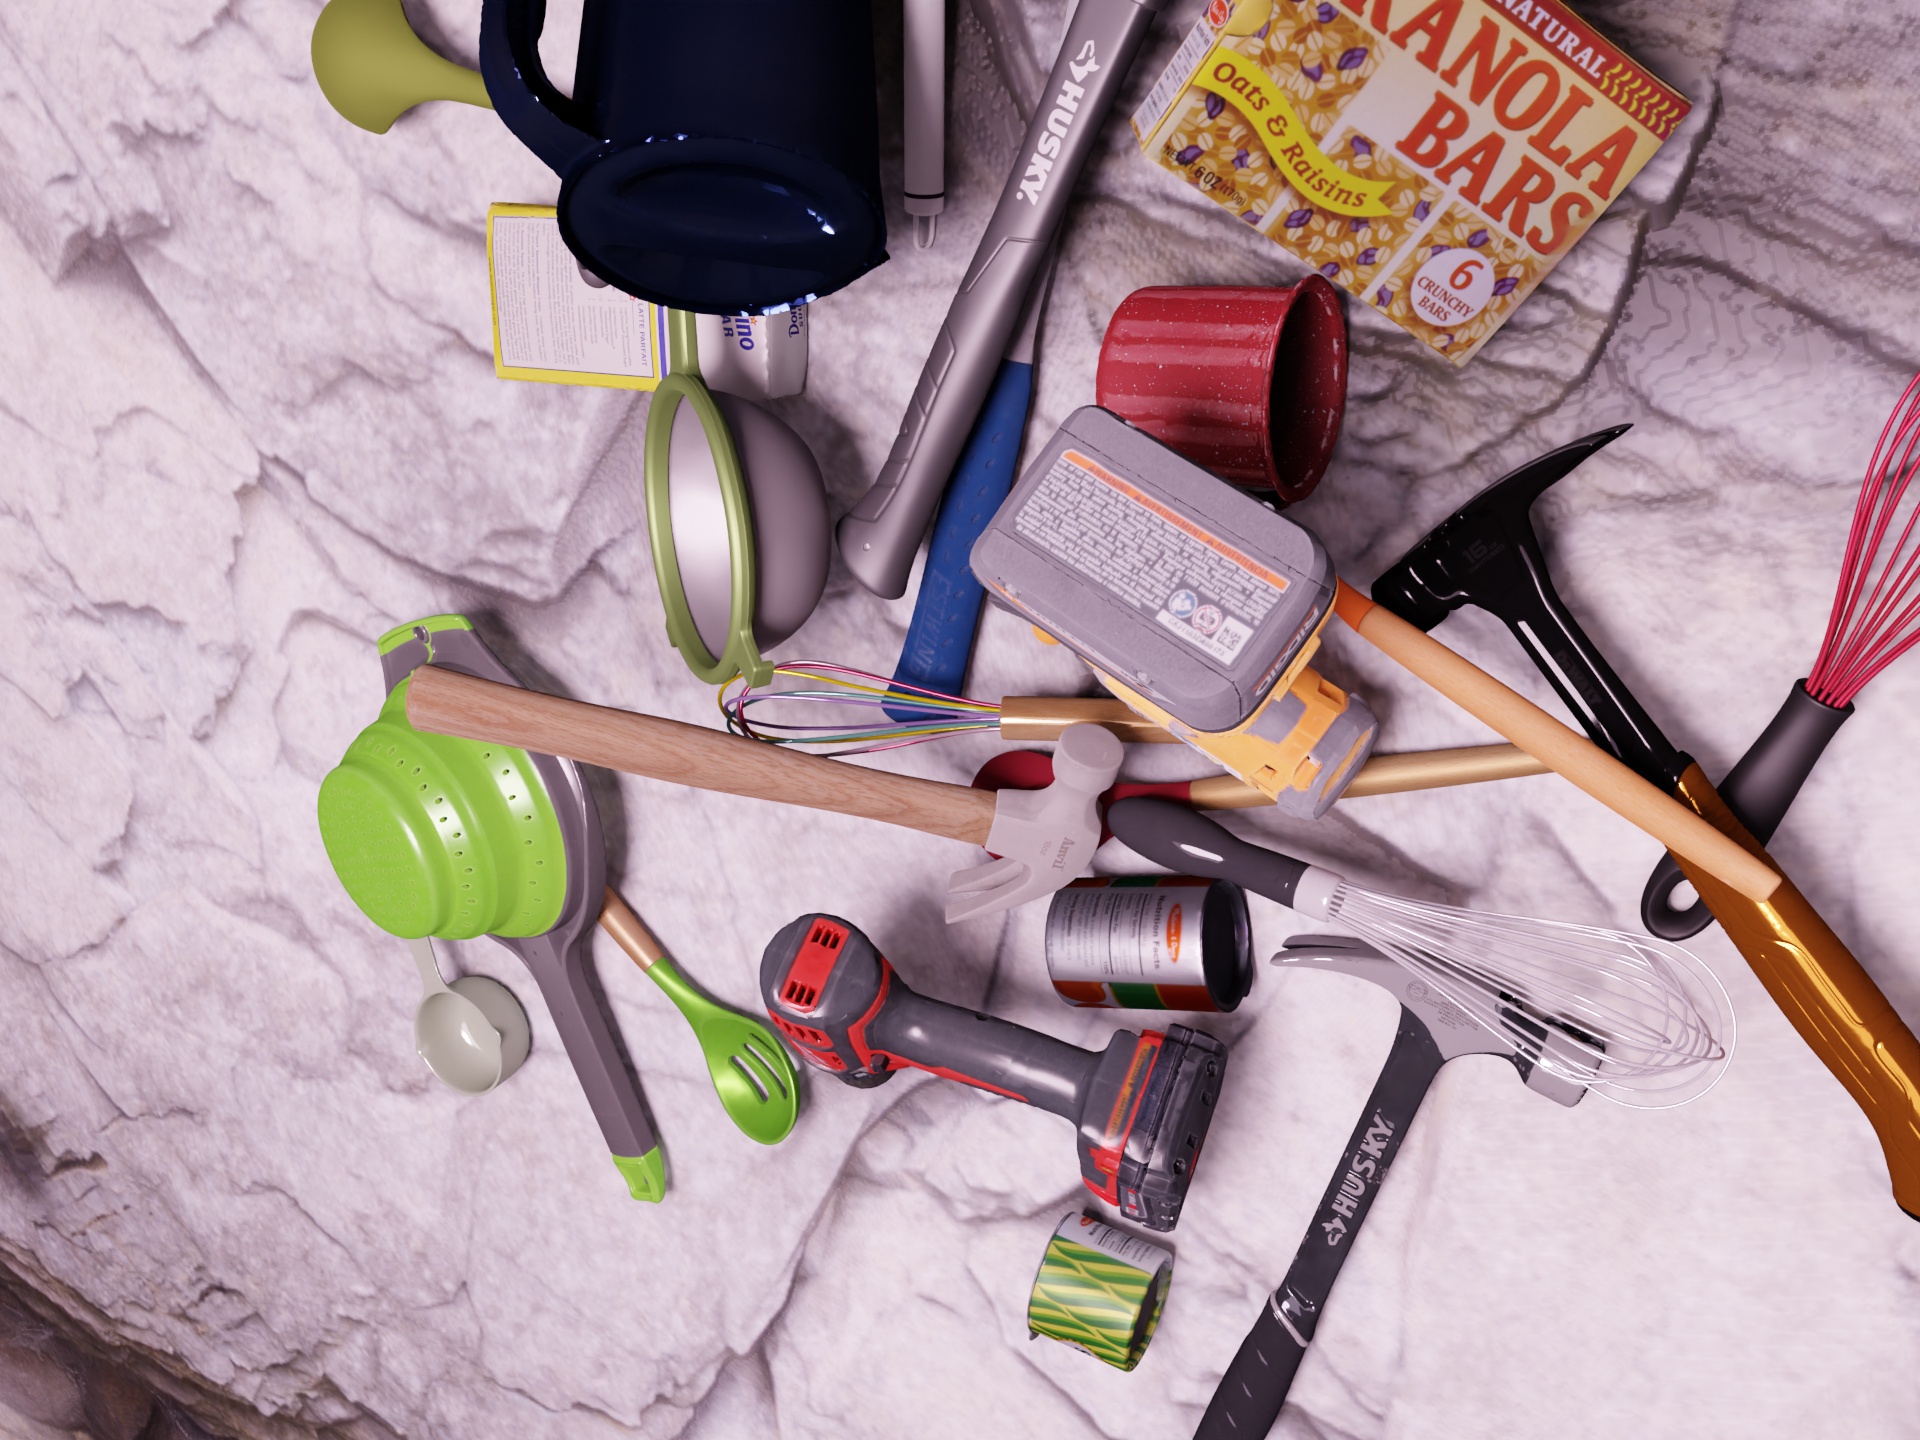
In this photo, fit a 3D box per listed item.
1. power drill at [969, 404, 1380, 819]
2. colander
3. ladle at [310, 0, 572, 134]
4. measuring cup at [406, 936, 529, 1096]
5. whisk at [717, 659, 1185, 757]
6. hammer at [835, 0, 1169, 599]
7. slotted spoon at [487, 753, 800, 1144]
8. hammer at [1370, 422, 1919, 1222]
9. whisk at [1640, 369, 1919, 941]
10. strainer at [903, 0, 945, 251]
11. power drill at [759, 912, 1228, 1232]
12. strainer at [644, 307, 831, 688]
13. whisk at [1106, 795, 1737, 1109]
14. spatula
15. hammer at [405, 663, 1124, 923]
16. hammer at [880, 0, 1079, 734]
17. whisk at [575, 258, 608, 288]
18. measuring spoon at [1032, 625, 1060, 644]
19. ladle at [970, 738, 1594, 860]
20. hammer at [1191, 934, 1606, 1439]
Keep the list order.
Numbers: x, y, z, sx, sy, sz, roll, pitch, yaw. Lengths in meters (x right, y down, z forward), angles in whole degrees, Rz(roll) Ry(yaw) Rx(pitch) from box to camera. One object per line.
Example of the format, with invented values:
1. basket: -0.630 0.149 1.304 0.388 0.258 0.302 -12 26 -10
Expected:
1. power drill: 0.076 -0.045 0.651 0.185 0.226 0.084 36 89 22
2. colander: -0.285 0.138 0.961 0.204 0.094 0.397 -9 105 43
3. ladle: -0.206 -0.318 0.830 0.320 0.062 0.078 20 113 15
4. measuring cup: -0.335 0.164 1.049 0.083 0.038 0.167 -16 95 32
5. whisk: -0.002 -0.004 0.776 0.245 0.051 0.047 2 109 10
6. hammer: 0.024 -0.198 0.696 0.146 0.035 0.334 35 119 16
7. slotted spoon: -0.201 0.129 0.970 0.314 0.031 0.070 47 124 10
8. hammer: 0.302 0.047 0.623 0.337 0.034 0.127 57 141 10
9. whisk: 0.342 -0.026 0.610 0.073 0.073 0.295 30 124 17
10. strainer: -0.019 -0.338 0.701 0.050 0.087 0.258 18 124 28
11. power drill: 0.013 0.179 0.809 0.227 0.080 0.187 18 157 14
12. strainer: -0.105 -0.147 0.765 0.152 0.069 0.256 -158 63 -63
13. whisk: 0.186 0.086 0.691 0.285 0.070 0.070 21 115 30
14. spatula: 0.183 -0.022 0.659 0.323 0.081 0.041 40 87 27
15. hammer: -0.097 0.025 0.761 0.331 0.031 0.130 12 135 -2
16. hammer: 0.029 -0.179 0.741 0.144 0.035 0.405 24 116 21
17. whisk: -0.164 -0.331 0.771 0.055 0.055 0.239 11 100 25
18. measuring spoon: 0.061 -0.085 0.767 0.021 0.011 0.117 33 118 16
19. ladle: 0.137 0.034 0.757 0.315 0.031 0.069 -9 103 29
20. hammer: 0.171 0.289 0.813 0.149 0.036 0.408 27 117 20
